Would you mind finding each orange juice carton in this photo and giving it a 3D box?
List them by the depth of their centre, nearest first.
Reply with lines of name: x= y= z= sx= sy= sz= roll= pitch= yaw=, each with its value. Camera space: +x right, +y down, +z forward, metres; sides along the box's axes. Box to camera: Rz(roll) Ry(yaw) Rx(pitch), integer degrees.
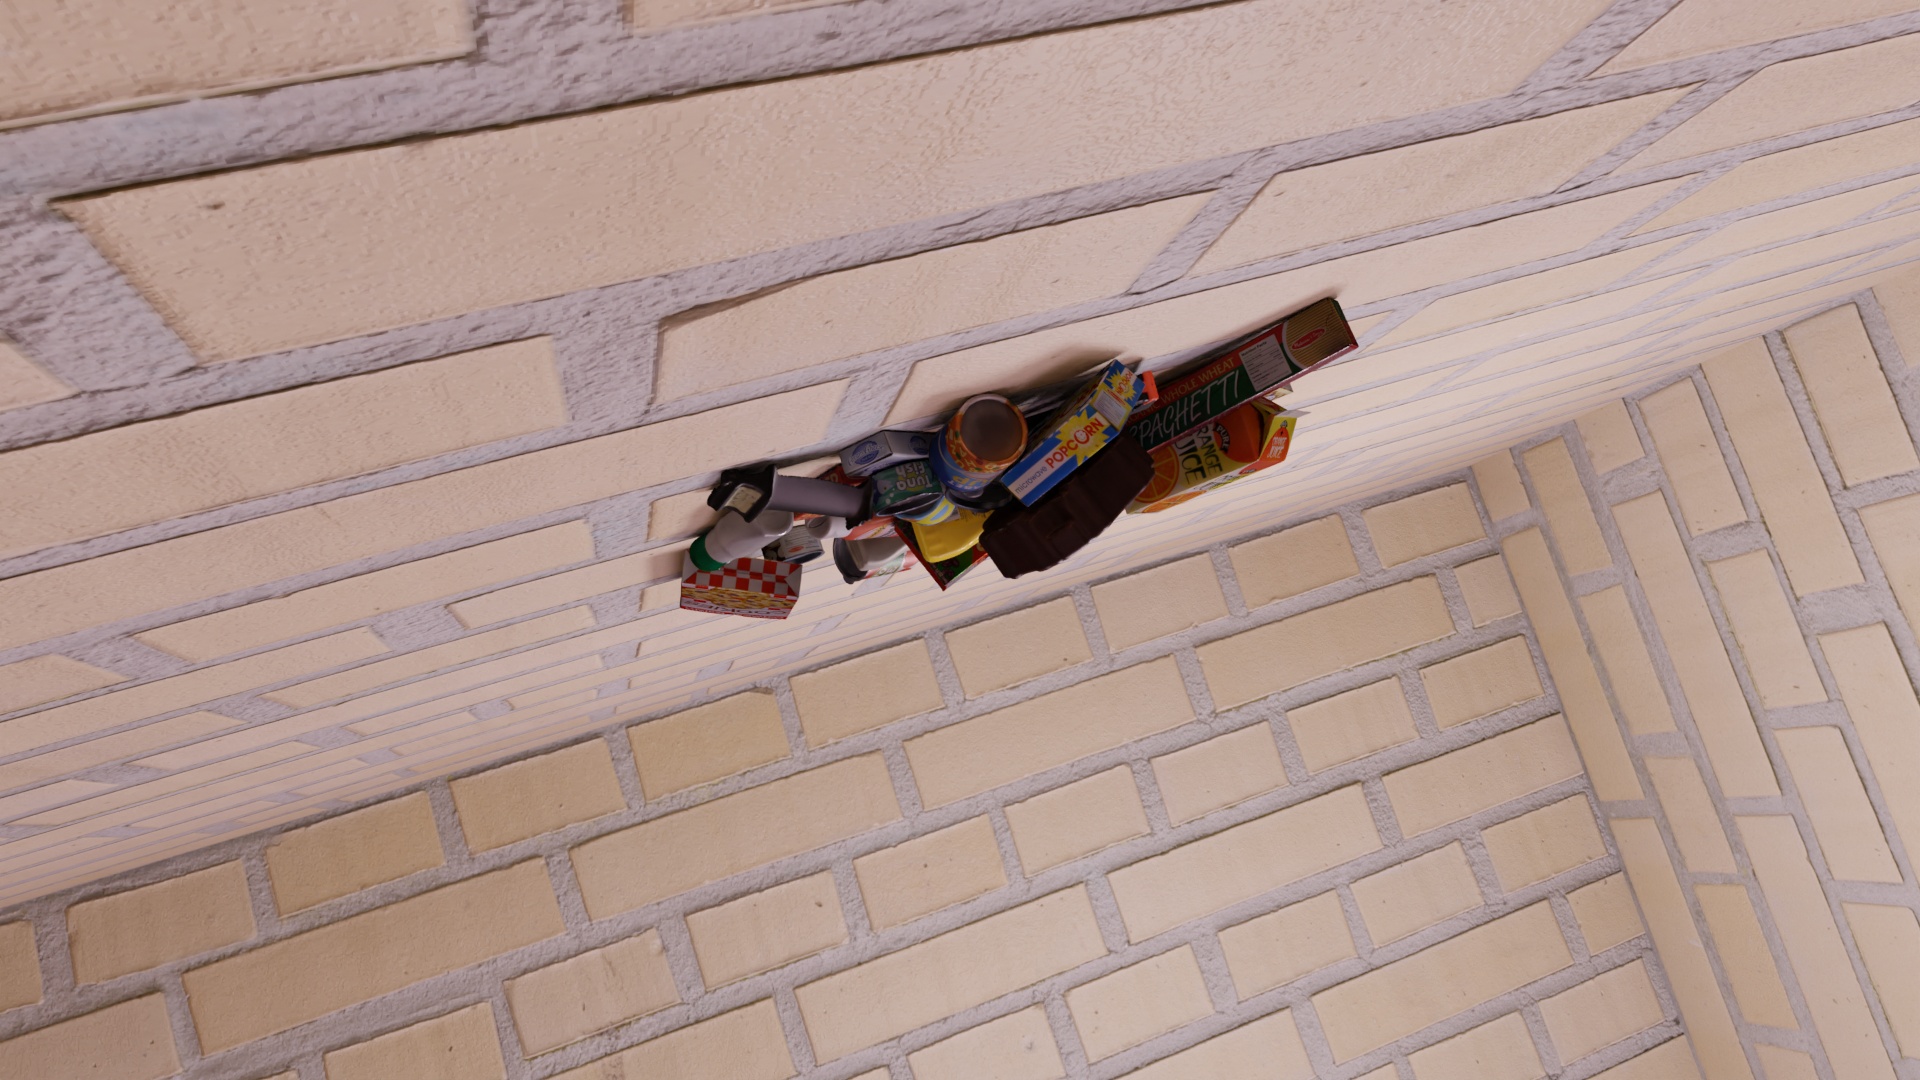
orange juice carton: x=0.249 y=-0.092 z=1.372 sx=0.192 sy=0.073 sz=0.072 roll=-23 pitch=169 yaw=32

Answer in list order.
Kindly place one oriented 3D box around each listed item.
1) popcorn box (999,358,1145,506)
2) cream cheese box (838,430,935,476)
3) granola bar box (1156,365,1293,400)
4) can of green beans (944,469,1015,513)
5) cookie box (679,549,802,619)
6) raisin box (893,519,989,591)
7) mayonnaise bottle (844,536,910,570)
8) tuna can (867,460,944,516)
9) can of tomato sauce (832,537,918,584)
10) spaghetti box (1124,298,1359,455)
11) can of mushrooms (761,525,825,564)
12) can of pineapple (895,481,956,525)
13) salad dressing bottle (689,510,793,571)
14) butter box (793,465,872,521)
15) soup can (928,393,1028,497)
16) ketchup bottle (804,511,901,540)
popcorn box: x=0.097 y=-0.094 z=1.215 sx=0.126 sy=0.038 sz=0.085 roll=-39 pitch=-169 yaw=39
cream cheese box: x=-0.058 y=-0.077 z=1.245 sx=0.053 sy=0.024 sz=0.104 roll=-23 pitch=171 yaw=28
granola bar box: x=0.242 y=-0.143 z=1.420 sx=0.165 sy=0.039 sz=0.124 roll=-22 pitch=171 yaw=27
can of green beans: x=0.019 y=-0.067 z=1.291 sx=0.071 sy=0.058 sz=0.071 roll=2 pitch=156 yaw=1
cookie box: x=-0.242 y=0.052 z=1.517 sx=0.123 sy=0.040 sz=0.167 roll=7 pitch=167 yaw=-11
raisin box: x=0.005 y=-0.018 z=1.448 sx=0.123 sy=0.086 sz=0.040 roll=-38 pitch=173 yaw=-10
mayonnaise bottle: x=-0.056 y=-0.015 z=1.564 sx=0.148 sy=0.065 sz=0.041 roll=-18 pitch=169 yaw=-26
tuna can: x=-0.050 y=-0.047 z=1.250 sx=0.071 sy=0.033 sz=0.071 roll=-17 pitch=173 yaw=-2
can of tomato sauce: x=-0.096 y=0.011 z=1.616 sx=0.083 sy=0.071 sz=0.071 roll=-11 pitch=169 yaw=-45
spaghetti box: x=0.251 y=-0.146 z=1.306 sx=0.249 sy=0.050 sz=0.029 roll=-28 pitch=167 yaw=32
can of mushrooms: x=-0.186 y=0.009 z=1.529 sx=0.071 sy=0.033 sz=0.071 roll=-18 pitch=173 yaw=-2
can of pineapple: x=-0.040 y=-0.048 z=1.331 sx=0.071 sy=0.071 sz=0.058 roll=-20 pitch=171 yaw=12
salad dressing bottle: x=-0.213 y=-0.005 z=1.329 sx=0.064 sy=0.044 sz=0.147 roll=-14 pitch=173 yaw=-39
butter box: x=-0.119 y=-0.047 z=1.317 sx=0.053 sy=0.024 sz=0.103 roll=-12 pitch=171 yaw=-41
soup can: x=0.016 y=-0.081 z=1.207 sx=0.071 sy=0.071 sz=0.083 roll=-15 pitch=172 yaw=-20
ketchup bottle: x=-0.101 y=-0.024 z=1.451 sx=0.064 sy=0.043 sz=0.149 roll=-28 pitch=168 yaw=33
